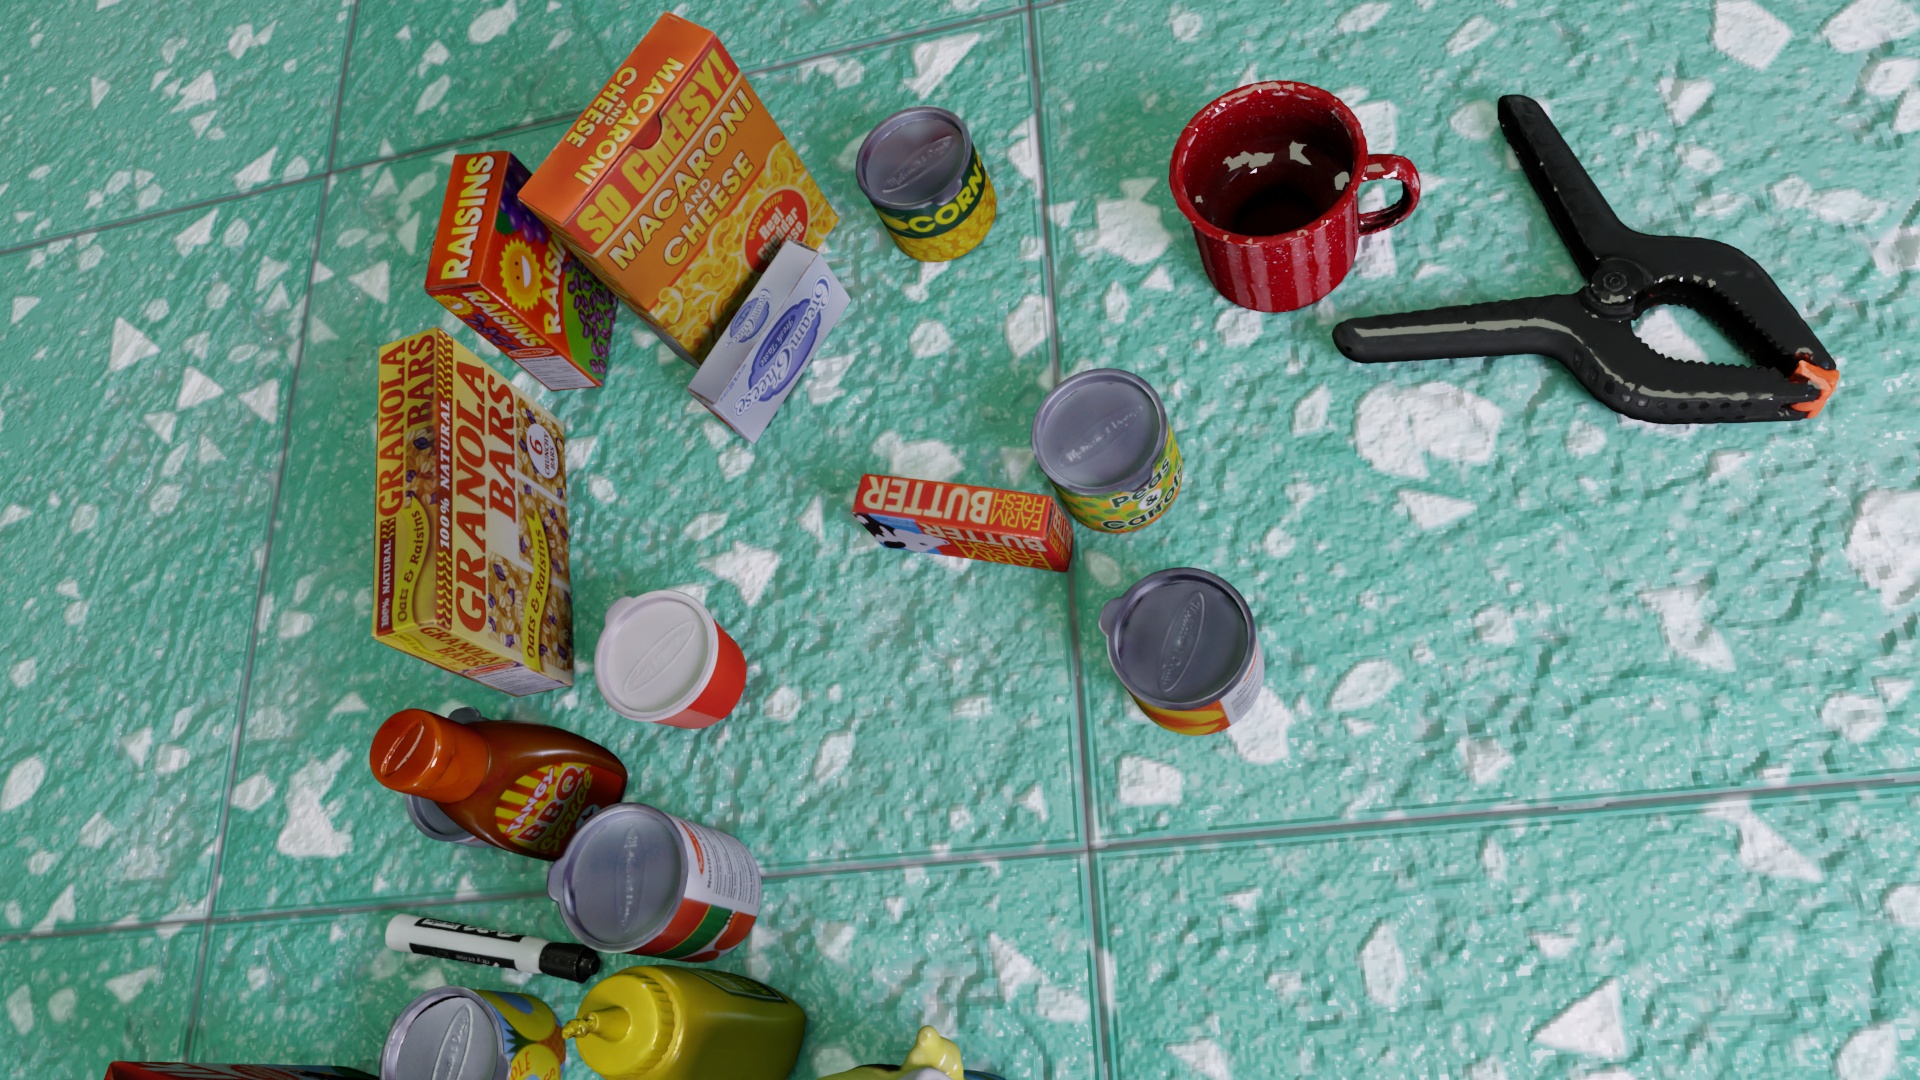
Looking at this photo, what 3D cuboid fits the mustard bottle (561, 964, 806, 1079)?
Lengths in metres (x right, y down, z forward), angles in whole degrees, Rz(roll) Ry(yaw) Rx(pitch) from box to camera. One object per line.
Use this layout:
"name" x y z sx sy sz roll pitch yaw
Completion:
"mustard bottle" -0.121 0.208 0.593 0.065 0.160 0.049 13 74 21

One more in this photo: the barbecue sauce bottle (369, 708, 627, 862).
"barbecue sauce bottle" -0.221 0.114 0.667 0.044 0.148 0.065 30 81 25

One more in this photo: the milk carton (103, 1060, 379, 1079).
"milk carton" -0.319 0.275 0.612 0.073 0.190 0.072 7 72 20

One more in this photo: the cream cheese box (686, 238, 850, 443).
"cream cheese box" -0.105 -0.110 0.771 0.024 0.053 0.104 28 80 25

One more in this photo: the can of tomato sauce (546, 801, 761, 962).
"can of tomato sauce" -0.142 0.165 0.659 0.071 0.083 0.071 -6 68 15

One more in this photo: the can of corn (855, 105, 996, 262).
"can of corn" -0.016 -0.196 0.774 0.071 0.058 0.071 -6 68 15

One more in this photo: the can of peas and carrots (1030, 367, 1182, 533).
"can of peas and carrots" 0.075 -0.041 0.685 0.071 0.058 0.071 -6 68 15

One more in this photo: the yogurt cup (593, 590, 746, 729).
"yogurt cup" -0.146 0.065 0.716 0.072 0.054 0.072 -6 68 15

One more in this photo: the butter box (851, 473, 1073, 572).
"butter box" 0.002 -0.009 0.698 0.103 0.053 0.024 8 73 20

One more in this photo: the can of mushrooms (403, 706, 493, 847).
"can of mushrooms" -0.257 0.126 0.738 0.071 0.033 0.071 -6 68 15

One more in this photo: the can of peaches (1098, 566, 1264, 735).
"can of peaches" 0.103 0.052 0.641 0.071 0.058 0.071 -6 68 15

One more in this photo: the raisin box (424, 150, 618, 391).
"raisin box" -0.245 -0.151 0.792 0.040 0.123 0.086 -1 70 17

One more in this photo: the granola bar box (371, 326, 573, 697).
"granola bar box" -0.258 -0.011 0.741 0.039 0.124 0.166 -14 66 12

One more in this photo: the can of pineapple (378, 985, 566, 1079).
"can of pineapple" -0.232 0.251 0.668 0.071 0.057 0.071 -6 68 15

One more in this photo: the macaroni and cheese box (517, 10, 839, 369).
"macaroni and cheese box" -0.143 -0.178 0.747 0.040 0.166 0.124 32 82 25
